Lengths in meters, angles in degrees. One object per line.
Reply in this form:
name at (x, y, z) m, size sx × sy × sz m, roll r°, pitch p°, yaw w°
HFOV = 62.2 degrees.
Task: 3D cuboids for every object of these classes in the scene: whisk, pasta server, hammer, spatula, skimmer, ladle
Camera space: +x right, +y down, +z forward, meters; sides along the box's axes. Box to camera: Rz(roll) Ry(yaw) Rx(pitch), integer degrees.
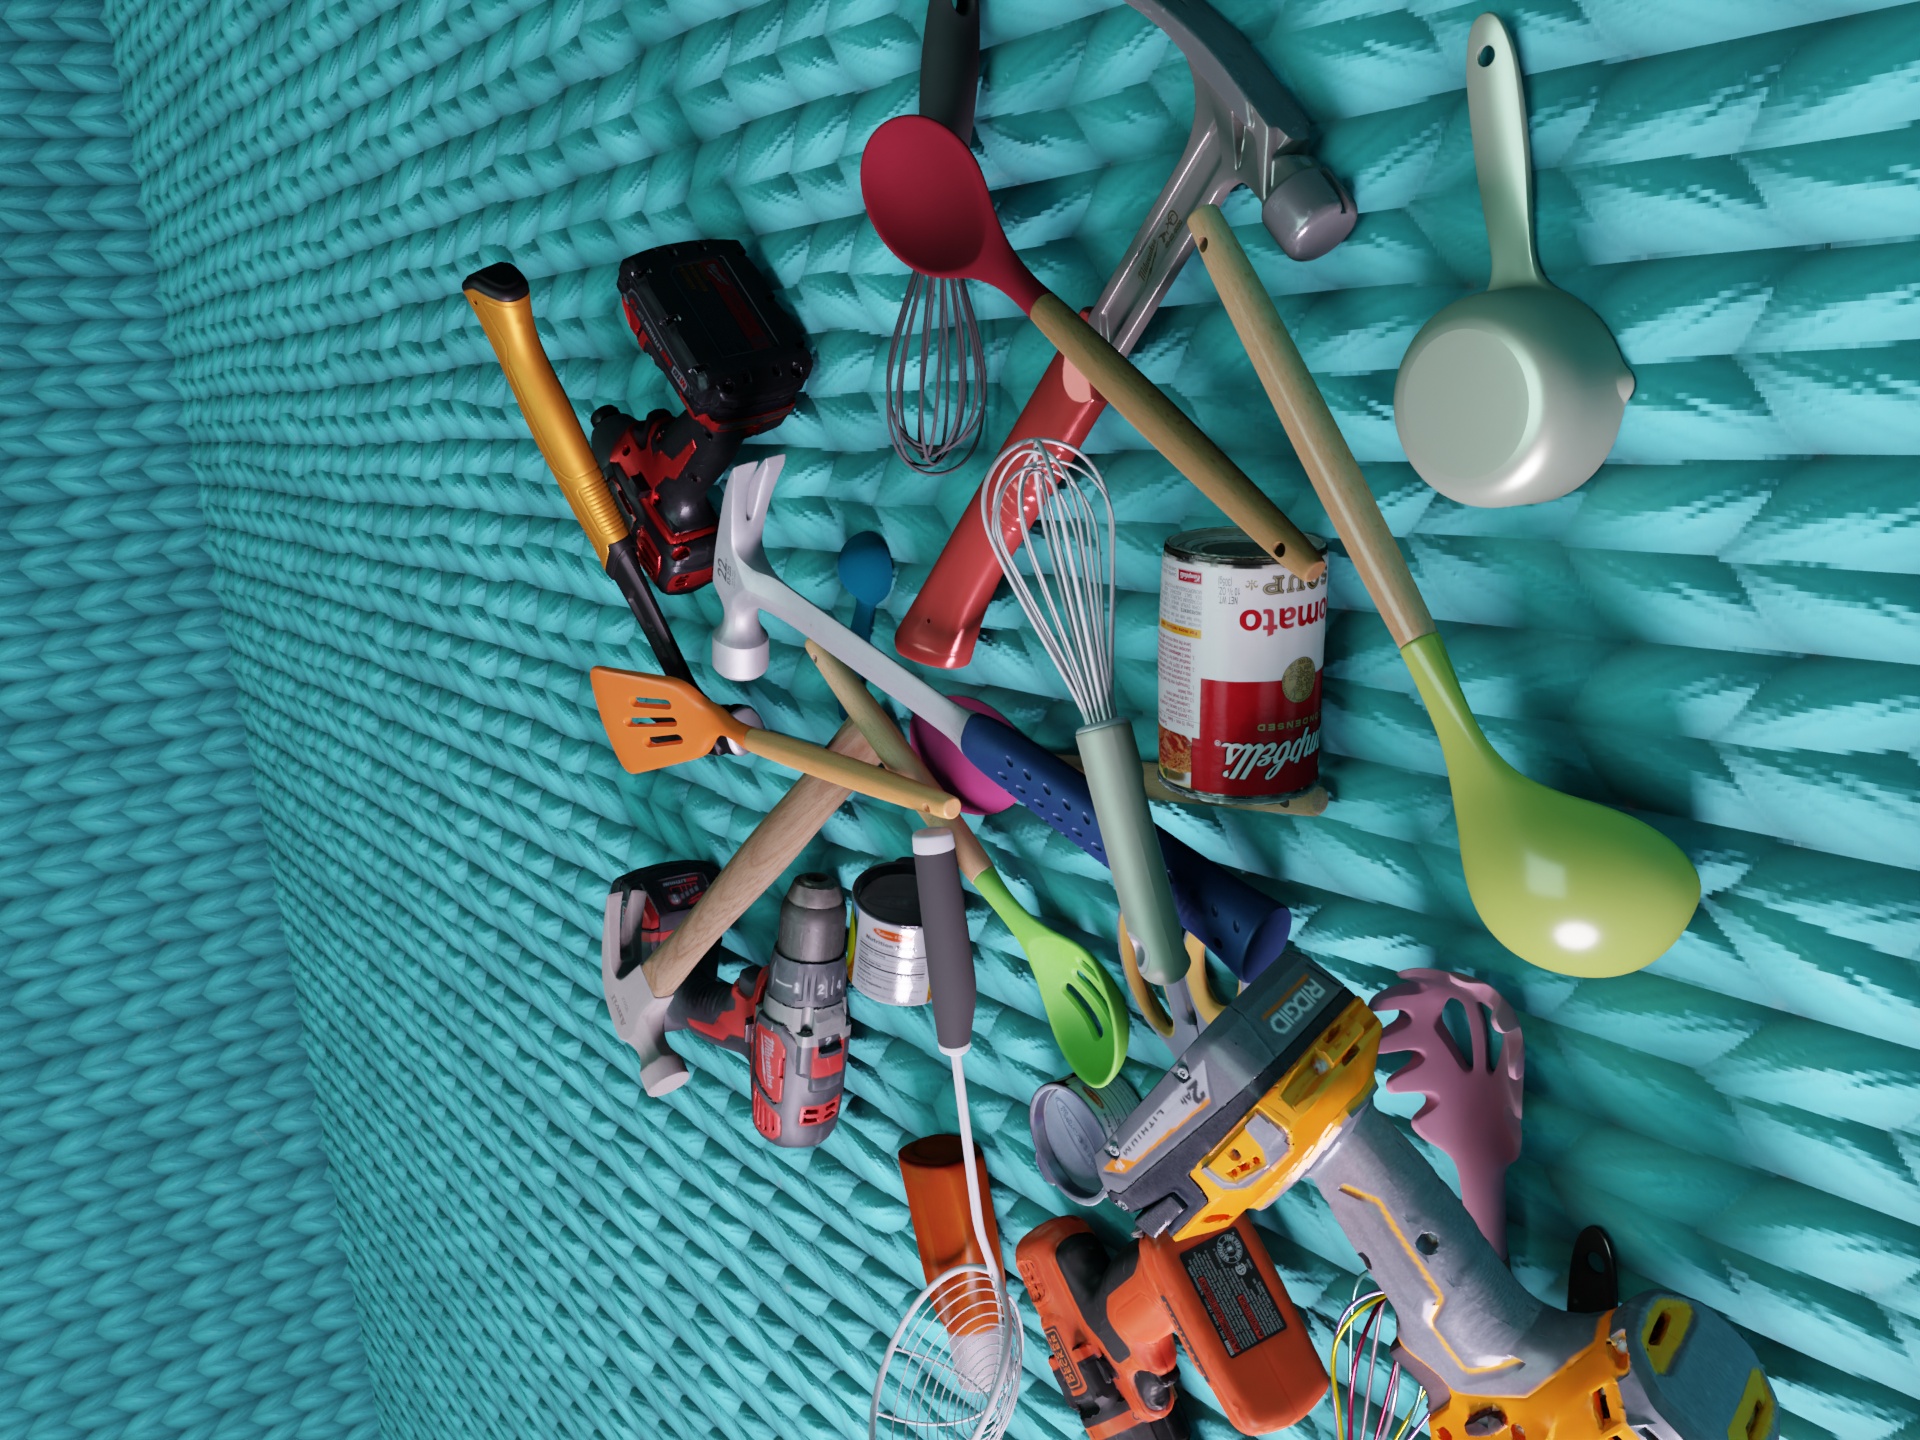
whisk at (0.178, 0.342, 0.725) m, size 0.051 × 0.047 × 0.244 m, roll 34°, pitch 131°, yaw 43°
pasta server at (0.213, 0.245, 0.644) m, size 0.060 × 0.040 × 0.316 m, roll 1°, pitch 104°, yaw 44°
hammer at (-0.142, 0.102, 1.023) m, size 0.331 × 0.031 × 0.130 m, roll -48°, pitch 60°, yaw 32°
spatula at (-0.117, 0.021, 0.950) m, size 0.323 × 0.041 × 0.081 m, roll 15°, pitch 127°, yaw 47°
skimmer at (-0.023, 0.241, 0.871) m, size 0.127 × 0.090 × 0.363 m, roll -158°, pitch 60°, yaw -69°
ladle at (0.049, -0.162, 0.674) m, size 0.316 × 0.031 × 0.069 m, roll 52°, pitch 140°, yaw 31°
hammer at (-0.001, -0.003, 0.805) m, size 0.406 × 0.035 × 0.144 m, roll 35°, pitch 134°, yaw 35°
whisk at (-0.008, -0.240, 0.781) m, size 0.055 × 0.055 × 0.239 m, roll 24°, pitch 116°, yaw 49°
whisk at (0.061, -0.005, 0.693) m, size 0.058 × 0.059 × 0.246 m, roll 154°, pitch 102°, yaw -77°
hammer at (0.042, -0.151, 0.745) m, size 0.149 × 0.036 × 0.359 m, roll 60°, pitch 142°, yaw 22°
ladle at (0.164, -0.055, 0.580) m, size 0.320 × 0.062 × 0.078 m, roll 67°, pitch 153°, yaw 13°
hammer at (-0.232, -0.127, 1.019) m, size 0.127 × 0.034 × 0.336 m, roll 6°, pitch 126°, yaw 46°

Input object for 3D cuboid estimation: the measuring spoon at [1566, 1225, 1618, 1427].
measuring spoon at (0.250, 0.255, 0.620) m, size 0.034 × 0.018 × 0.124 m, roll 7°, pitch 101°, yaw 54°

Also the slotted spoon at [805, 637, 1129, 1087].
slotted spoon at (0.000, 0.064, 0.873) m, size 0.314 × 0.031 × 0.070 m, roll 53°, pitch 144°, yaw 25°

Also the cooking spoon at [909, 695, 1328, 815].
cooking spoon at (0.060, 0.026, 0.798) m, size 0.319 × 0.017 × 0.068 m, roll 5°, pitch 106°, yaw 55°

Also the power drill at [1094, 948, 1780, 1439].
power drill at (0.163, 0.217, 0.607) m, size 0.227 × 0.084 × 0.164 m, roll 43°, pitch 132°, yaw 16°

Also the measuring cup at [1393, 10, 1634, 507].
measuring cup at (0.179, -0.155, 0.545) m, size 0.083 × 0.038 × 0.167 m, roll 6°, pitch 108°, yaw 54°

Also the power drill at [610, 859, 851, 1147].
power drill at (-0.155, 0.168, 1.107) m, size 0.227 × 0.080 × 0.187 m, roll 24°, pitch 113°, yaw 45°

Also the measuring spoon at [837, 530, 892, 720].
measuring spoon at (-0.067, -0.052, 0.947) m, size 0.042 × 0.021 × 0.128 m, roll 42°, pitch 132°, yaw 39°

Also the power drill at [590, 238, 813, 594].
power drill at (-0.180, -0.192, 1.010) m, size 0.143 × 0.078 × 0.219 m, roll 58°, pitch 146°, yaw 16°
